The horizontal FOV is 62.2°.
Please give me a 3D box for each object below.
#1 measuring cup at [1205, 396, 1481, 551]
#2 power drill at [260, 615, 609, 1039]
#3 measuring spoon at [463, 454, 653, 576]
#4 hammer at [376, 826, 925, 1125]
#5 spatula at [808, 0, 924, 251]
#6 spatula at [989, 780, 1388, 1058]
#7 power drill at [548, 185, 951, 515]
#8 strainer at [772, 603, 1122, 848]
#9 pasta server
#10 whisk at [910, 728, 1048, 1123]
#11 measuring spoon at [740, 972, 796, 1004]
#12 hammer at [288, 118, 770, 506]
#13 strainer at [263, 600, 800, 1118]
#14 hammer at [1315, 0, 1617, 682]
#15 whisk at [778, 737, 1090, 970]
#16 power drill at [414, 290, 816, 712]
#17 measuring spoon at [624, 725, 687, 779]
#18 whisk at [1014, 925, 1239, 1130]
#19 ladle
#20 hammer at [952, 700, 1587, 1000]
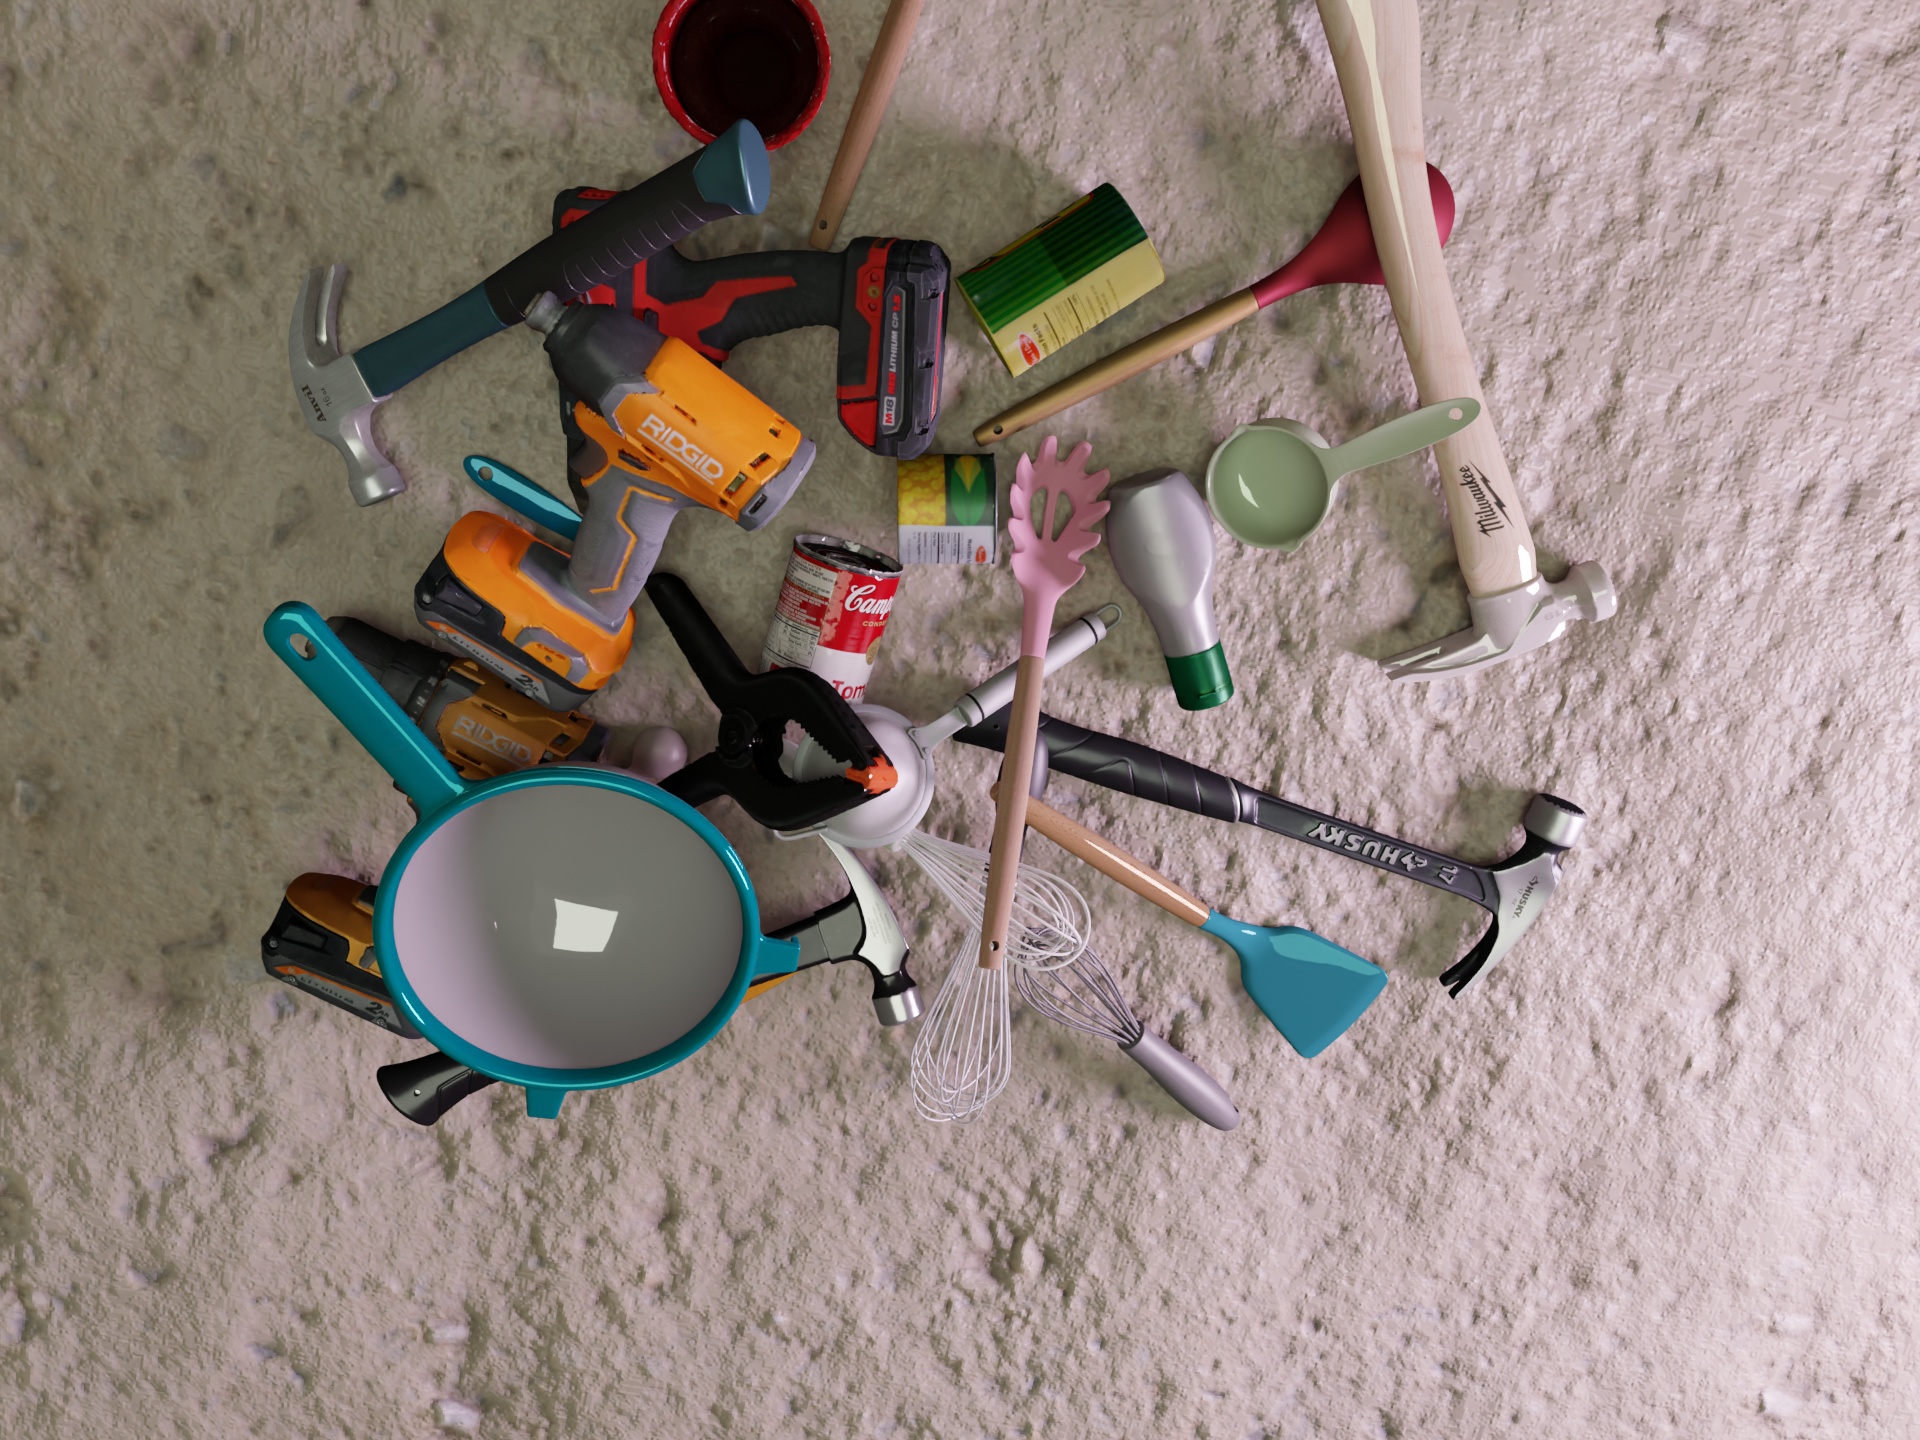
[{"bbox_3d":[0.225,-0.156,0.929,0.167,0.038,0.083,-19,104,33],"label":"measuring cup"},{"bbox_3d":[-0.347,0.060,0.981,0.185,0.084,0.226,29,99,-10],"label":"power drill"},{"bbox_3d":[-0.244,-0.120,0.960,0.128,0.021,0.042,32,102,-13],"label":"measuring spoon"},{"bbox_3d":[-0.200,0.173,1.004,0.334,0.035,0.146,-19,96,-7],"label":"hammer"},{"bbox_3d":[-0.026,-0.416,0.885,0.060,0.018,0.316,25,105,9],"label":"spatula"},{"bbox_3d":[0.141,0.119,1.015,0.317,0.044,0.082,32,107,-28],"label":"spatula"},{"bbox_3d":[-0.126,-0.199,0.911,0.226,0.080,0.187,7,113,3],"label":"power drill"},{"bbox_3d":[-0.002,-0.003,0.960,0.258,0.050,0.087,-34,97,-18],"label":"strainer"},{"bbox_3d":[0.040,-0.012,0.937,0.060,0.040,0.316,10,79,-6],"label":"pasta server"},{"bbox_3d":[0.017,0.136,1.017,0.070,0.070,0.284,9,109,-5],"label":"whisk"},{"bbox_3d":[-0.124,0.164,1.058,0.117,0.011,0.021,-35,105,4],"label":"measuring spoon"},{"bbox_3d":[-0.239,-0.232,0.865,0.331,0.033,0.128,-19,103,25],"label":"hammer"},{"bbox_3d":[-0.257,0.056,0.898,0.211,0.095,0.340,-32,114,8],"label":"strainer"},{"bbox_3d":[0.267,-0.216,0.924,0.146,0.038,0.410,-21,113,5],"label":"hammer"},{"bbox_3d":[-0.028,0.074,0.976,0.246,0.057,0.059,32,74,15],"label":"whisk"},{"bbox_3d":[-0.209,-0.123,0.880,0.164,0.084,0.226,36,123,-19],"label":"power drill"},{"bbox_3d":[-0.224,0.052,1.014,0.124,0.018,0.034,-42,104,9],"label":"measuring spoon"},{"bbox_3d":[0.114,0.208,1.041,0.055,0.055,0.238,-42,120,9],"label":"whisk"},{"bbox_3d":[0.149,-0.239,0.942,0.315,0.031,0.069,-26,106,7],"label":"ladle"},{"bbox_3d":[0.191,0.062,1.028,0.409,0.036,0.149,18,106,-7],"label":"hammer"}]
